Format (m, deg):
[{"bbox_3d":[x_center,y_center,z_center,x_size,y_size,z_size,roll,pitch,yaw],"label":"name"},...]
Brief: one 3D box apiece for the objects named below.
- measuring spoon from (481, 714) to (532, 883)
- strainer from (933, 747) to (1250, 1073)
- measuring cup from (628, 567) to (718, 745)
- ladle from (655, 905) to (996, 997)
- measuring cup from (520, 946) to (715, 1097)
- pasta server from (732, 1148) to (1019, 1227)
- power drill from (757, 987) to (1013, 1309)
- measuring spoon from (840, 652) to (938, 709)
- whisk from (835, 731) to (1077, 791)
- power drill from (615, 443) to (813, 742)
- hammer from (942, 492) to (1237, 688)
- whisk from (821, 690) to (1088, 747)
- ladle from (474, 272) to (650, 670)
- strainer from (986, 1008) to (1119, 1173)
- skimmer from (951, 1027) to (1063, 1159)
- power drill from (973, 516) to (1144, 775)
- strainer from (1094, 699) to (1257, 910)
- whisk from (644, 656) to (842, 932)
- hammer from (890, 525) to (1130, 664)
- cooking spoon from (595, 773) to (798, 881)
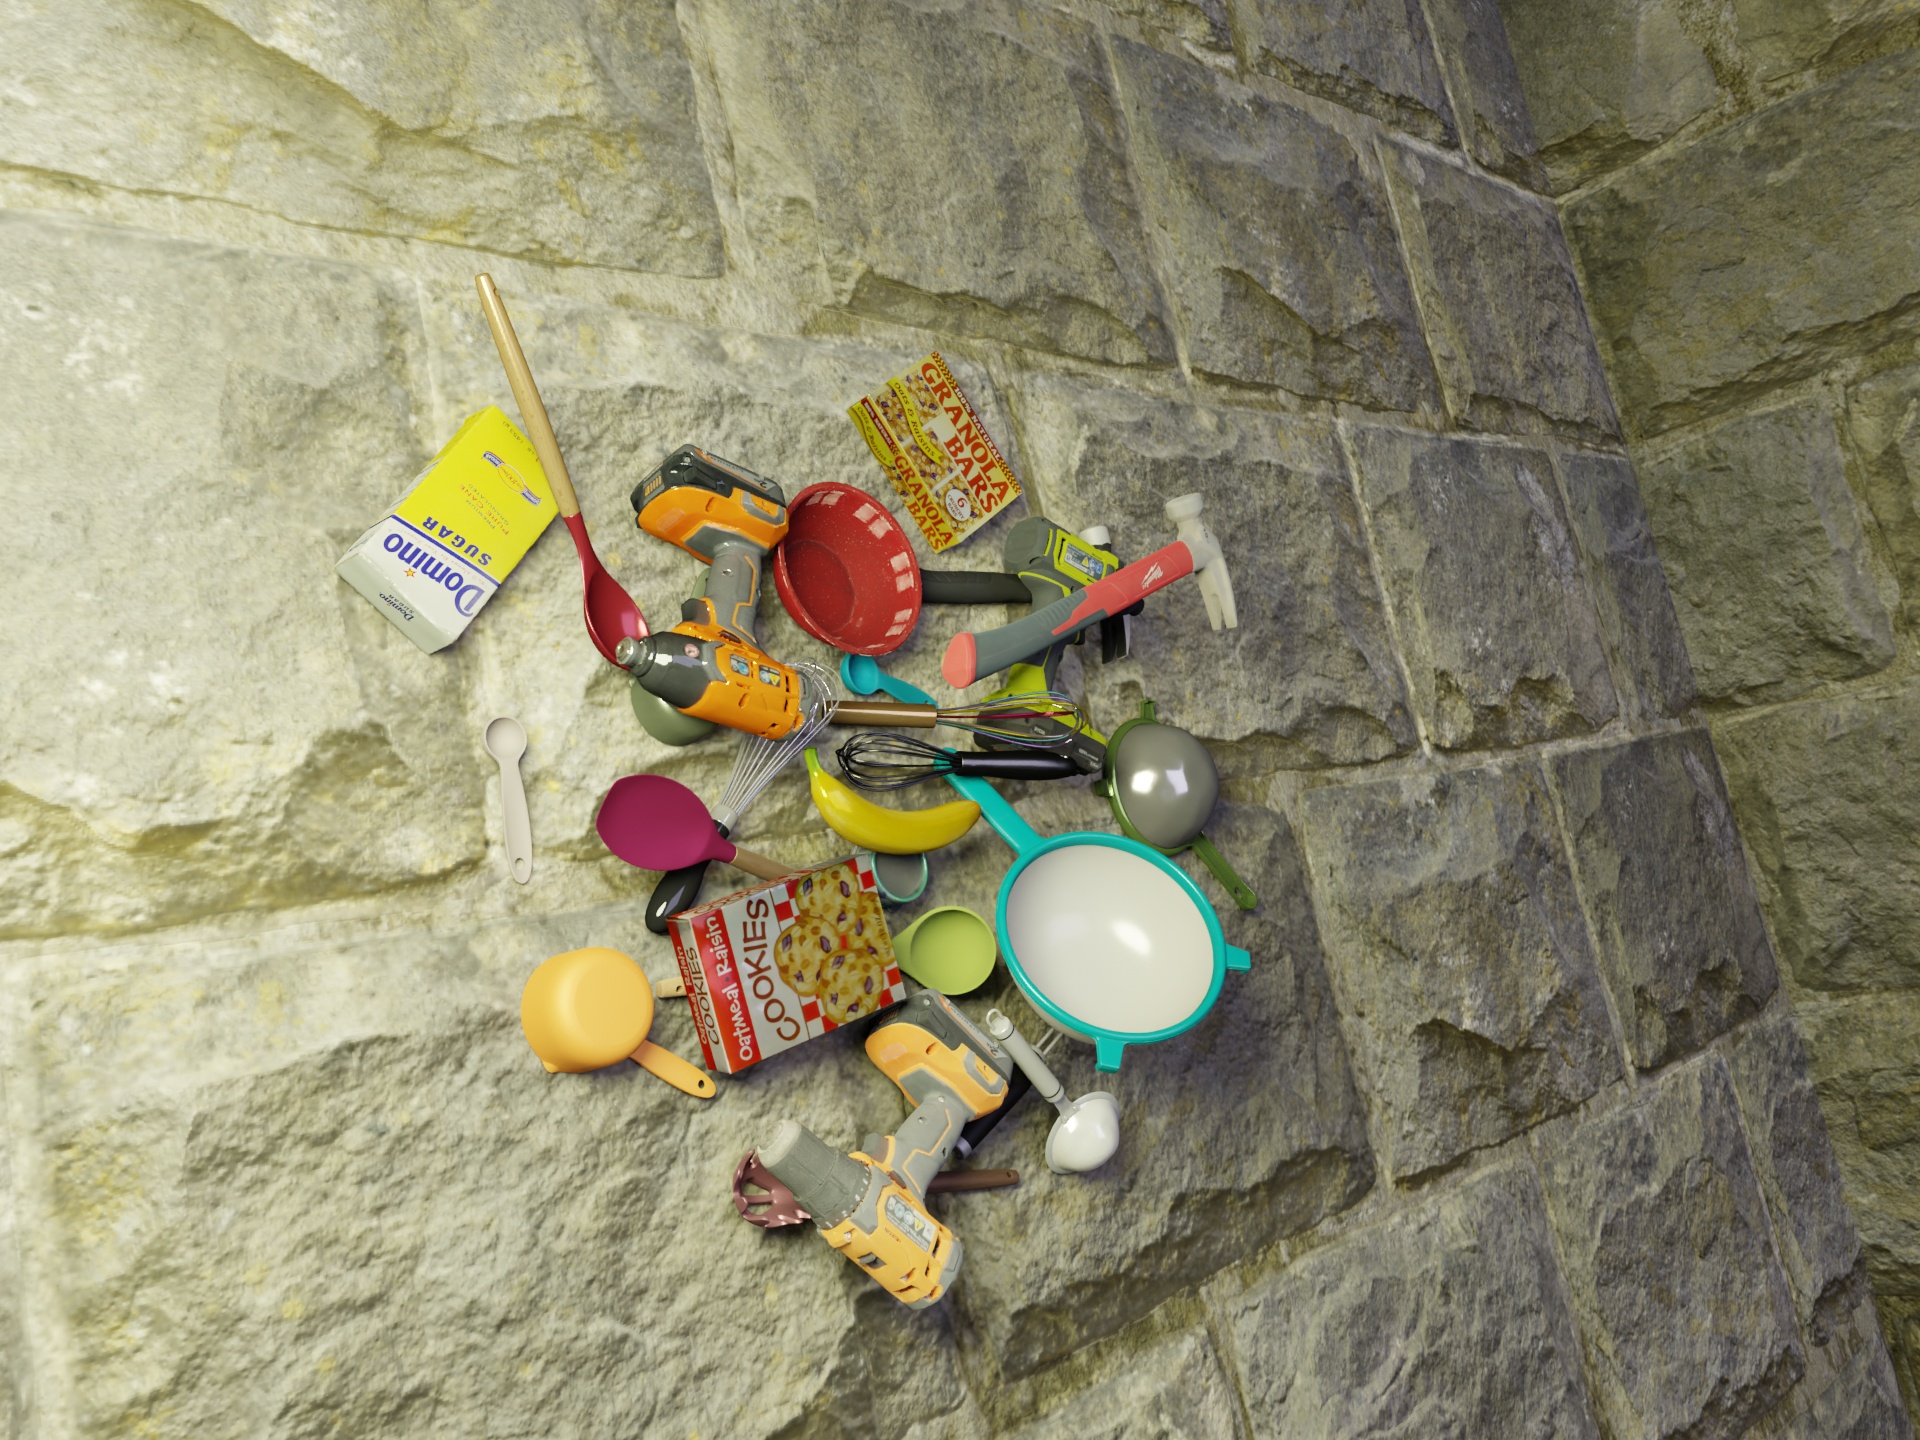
[{"bbox_3d":[-0.331,0.058,1.163,0.034,0.018,0.124,-4,85,-45],"label":"measuring spoon"},{"bbox_3d":[0.081,0.167,1.439,0.211,0.095,0.341,-28,64,-34],"label":"strainer"},{"bbox_3d":[-0.215,-0.060,1.298,0.083,0.038,0.168,31,56,-33],"label":"measuring cup"},{"bbox_3d":[-0.101,0.201,1.302,0.320,0.062,0.078,-2,96,-42],"label":"ladle"},{"bbox_3d":[-0.234,0.230,1.160,0.173,0.052,0.095,38,52,-26],"label":"measuring cup"},{"bbox_3d":[-0.061,0.375,1.289,0.316,0.040,0.060,12,51,-43],"label":"pasta server"},{"bbox_3d":[-0.058,0.318,1.254,0.185,0.084,0.226,44,38,-16],"label":"power drill"},{"bbox_3d":[-0.067,-0.028,1.453,0.128,0.021,0.042,27,57,-46],"label":"measuring spoon"},{"bbox_3d":[0.000,0.038,1.427,0.238,0.055,0.055,2,73,-25],"label":"whisk"},{"bbox_3d":[-0.203,-0.102,1.259,0.164,0.084,0.227,19,51,-41],"label":"power drill"},{"bbox_3d":[0.130,-0.096,1.505,0.386,0.038,0.143,-28,104,-40],"label":"hammer"},{"bbox_3d":[-0.002,-0.006,1.419,0.245,0.047,0.051,2,81,-15],"label":"whisk"},{"bbox_3d":[-0.302,-0.180,1.197,0.069,0.031,0.315,-61,138,-61],"label":"ladle"},{"bbox_3d":[0.084,0.332,1.396,0.087,0.050,0.258,-44,125,-13],"label":"strainer"},{"bbox_3d":[0.090,0.272,1.482,0.363,0.090,0.127,-43,104,-34],"label":"skimmer"},{"bbox_3d":[0.102,-0.065,1.548,0.171,0.080,0.223,25,72,-37],"label":"power drill"},{"bbox_3d":[0.255,0.102,1.676,0.256,0.069,0.151,50,47,-17],"label":"strainer"},{"bbox_3d":[-0.176,0.056,1.284,0.070,0.070,0.285,45,53,-23],"label":"whisk"},{"bbox_3d":[0.052,-0.127,1.588,0.334,0.035,0.146,-4,77,-45],"label":"hammer"},{"bbox_3d":[-0.165,0.113,1.252,0.318,0.017,0.069,31,80,-48],"label":"cooking spoon"}]
